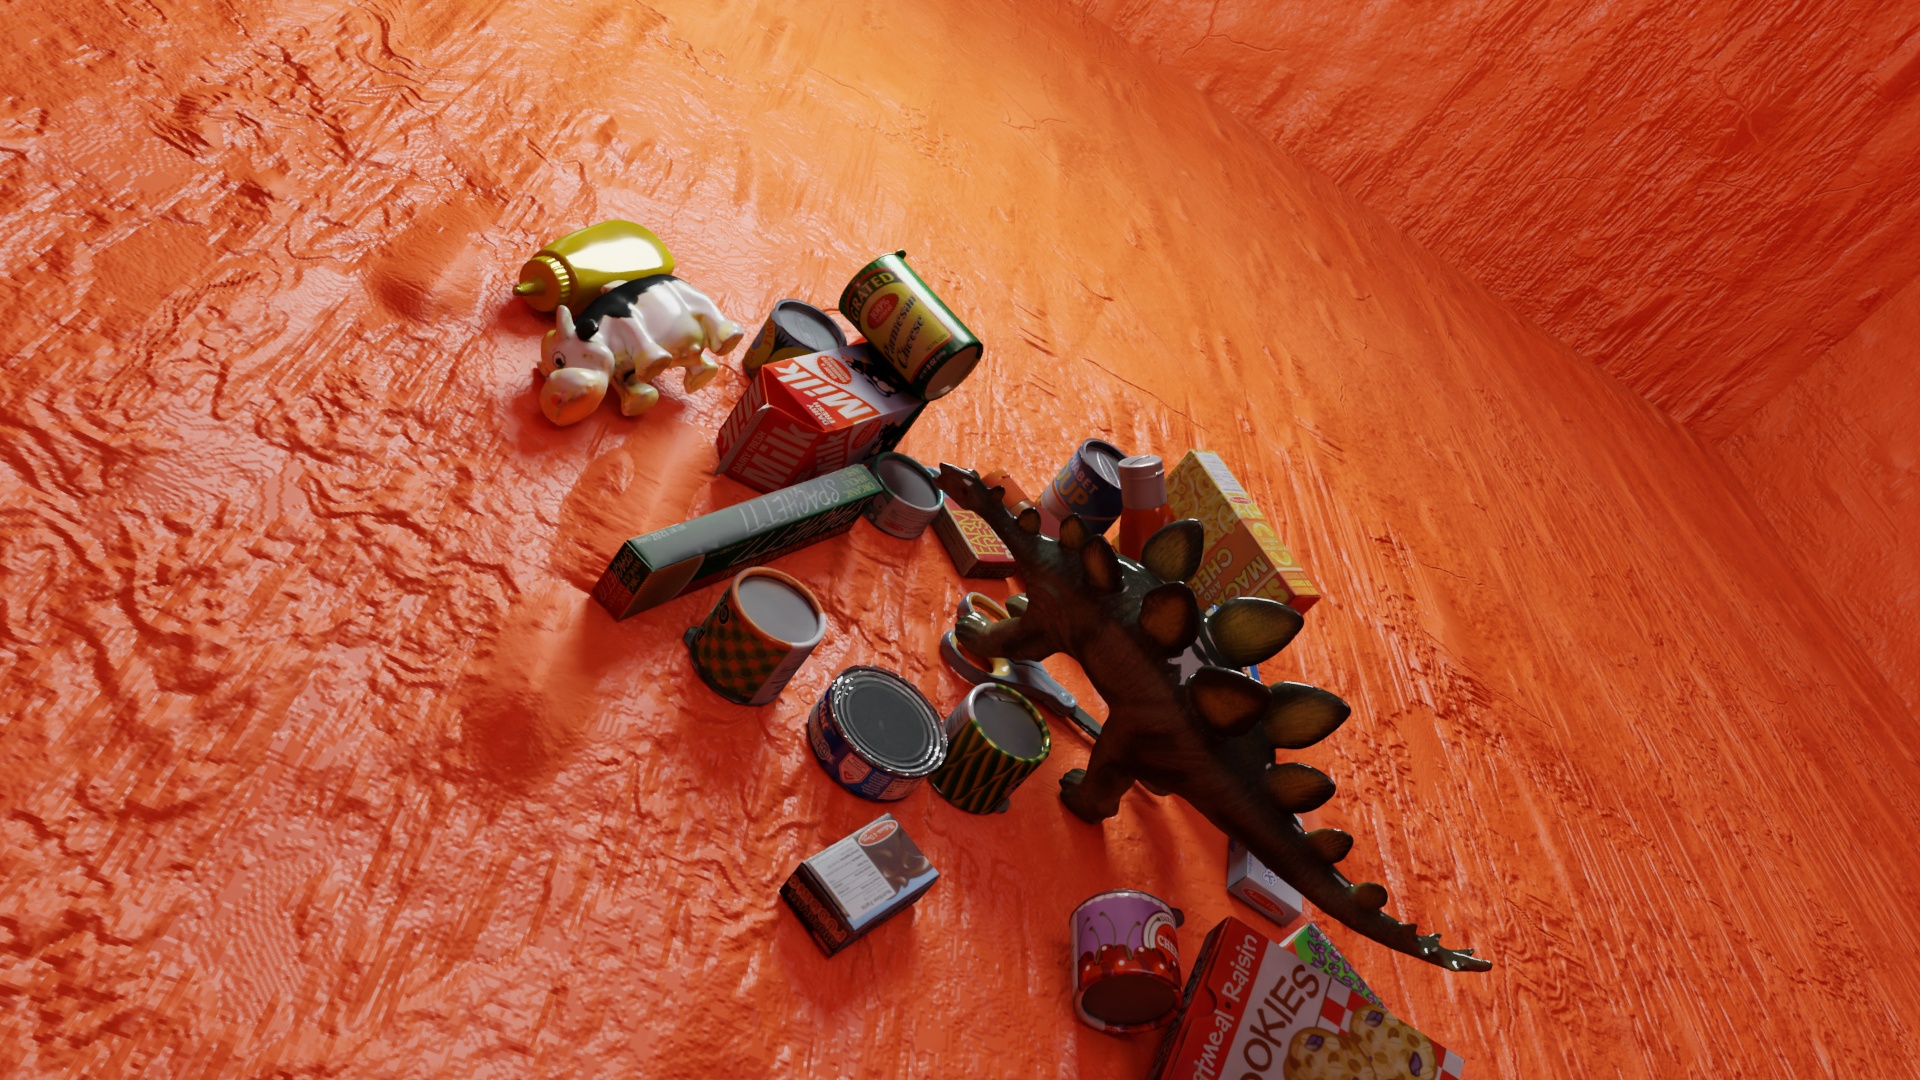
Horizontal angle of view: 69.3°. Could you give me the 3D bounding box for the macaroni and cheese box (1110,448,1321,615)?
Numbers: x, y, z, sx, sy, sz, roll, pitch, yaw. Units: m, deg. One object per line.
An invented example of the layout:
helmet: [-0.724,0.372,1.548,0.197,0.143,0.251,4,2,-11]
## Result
macaroni and cheese box: [0.215,0.023,1.196,0.040,0.123,0.167,1,47,-42]

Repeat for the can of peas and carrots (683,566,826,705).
can of peas and carrots: [-0.127,0.057,0.859,0.071,0.058,0.071,27,33,-19]

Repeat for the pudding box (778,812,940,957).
pudding box: [-0.056,0.194,0.786,0.050,0.030,0.084,48,32,16]

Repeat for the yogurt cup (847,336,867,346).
yogurt cup: [-0.073,-0.142,1.169,0.072,0.072,0.054,46,40,12]

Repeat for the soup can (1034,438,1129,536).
soup can: [0.106,-0.037,1.198,0.071,0.083,0.072,27,33,-19]

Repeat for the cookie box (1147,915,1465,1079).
cookie box: [0.204,0.320,0.823,0.167,0.040,0.123,31,52,4]

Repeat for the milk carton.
milk carton: [-0.112,-0.092,1.053,0.073,0.072,0.191,46,32,11]

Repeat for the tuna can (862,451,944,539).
tuna can: [-0.048,-0.038,1.088,0.071,0.032,0.071,27,34,-20]

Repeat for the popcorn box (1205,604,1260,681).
popcorn box: [0.192,0.122,1.081,0.038,0.085,0.127,29,32,-18]

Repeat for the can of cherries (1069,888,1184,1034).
can of cherries: [0.101,0.253,0.834,0.071,0.071,0.059,28,33,-17]

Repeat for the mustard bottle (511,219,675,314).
mustard bottle: [-0.282,-0.199,1.037,0.065,0.048,0.161,46,32,5]

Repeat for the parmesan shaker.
parmesan shaker: [-0.037,-0.169,1.093,0.103,0.071,0.071,48,32,14]

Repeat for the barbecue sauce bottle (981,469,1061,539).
barbecue sauce bottle: [0.067,0.005,1.142,0.149,0.043,0.065,51,32,20]

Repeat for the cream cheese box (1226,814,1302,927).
cream cheese box: [0.228,0.233,1.034,0.053,0.024,0.104,35,32,-9]

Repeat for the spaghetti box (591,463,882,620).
spaghetti box: [-0.140,-0.005,0.933,0.029,0.050,0.251,48,32,11]

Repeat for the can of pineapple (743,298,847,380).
can of pineapple: [-0.136,-0.153,1.121,0.071,0.057,0.071,27,33,-19]

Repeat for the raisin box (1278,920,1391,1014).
raisin box: [0.224,0.315,0.913,0.086,0.040,0.124,51,32,17]

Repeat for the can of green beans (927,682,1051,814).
can of green beans: [0.017,0.136,0.909,0.071,0.057,0.071,27,33,-19]

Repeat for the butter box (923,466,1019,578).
butter box: [0.004,-0.014,1.120,0.053,0.024,0.104,2,46,-44]

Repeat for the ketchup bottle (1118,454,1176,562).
ketchup bottle: [0.157,0.005,1.150,0.043,0.148,0.065,5,21,39]
